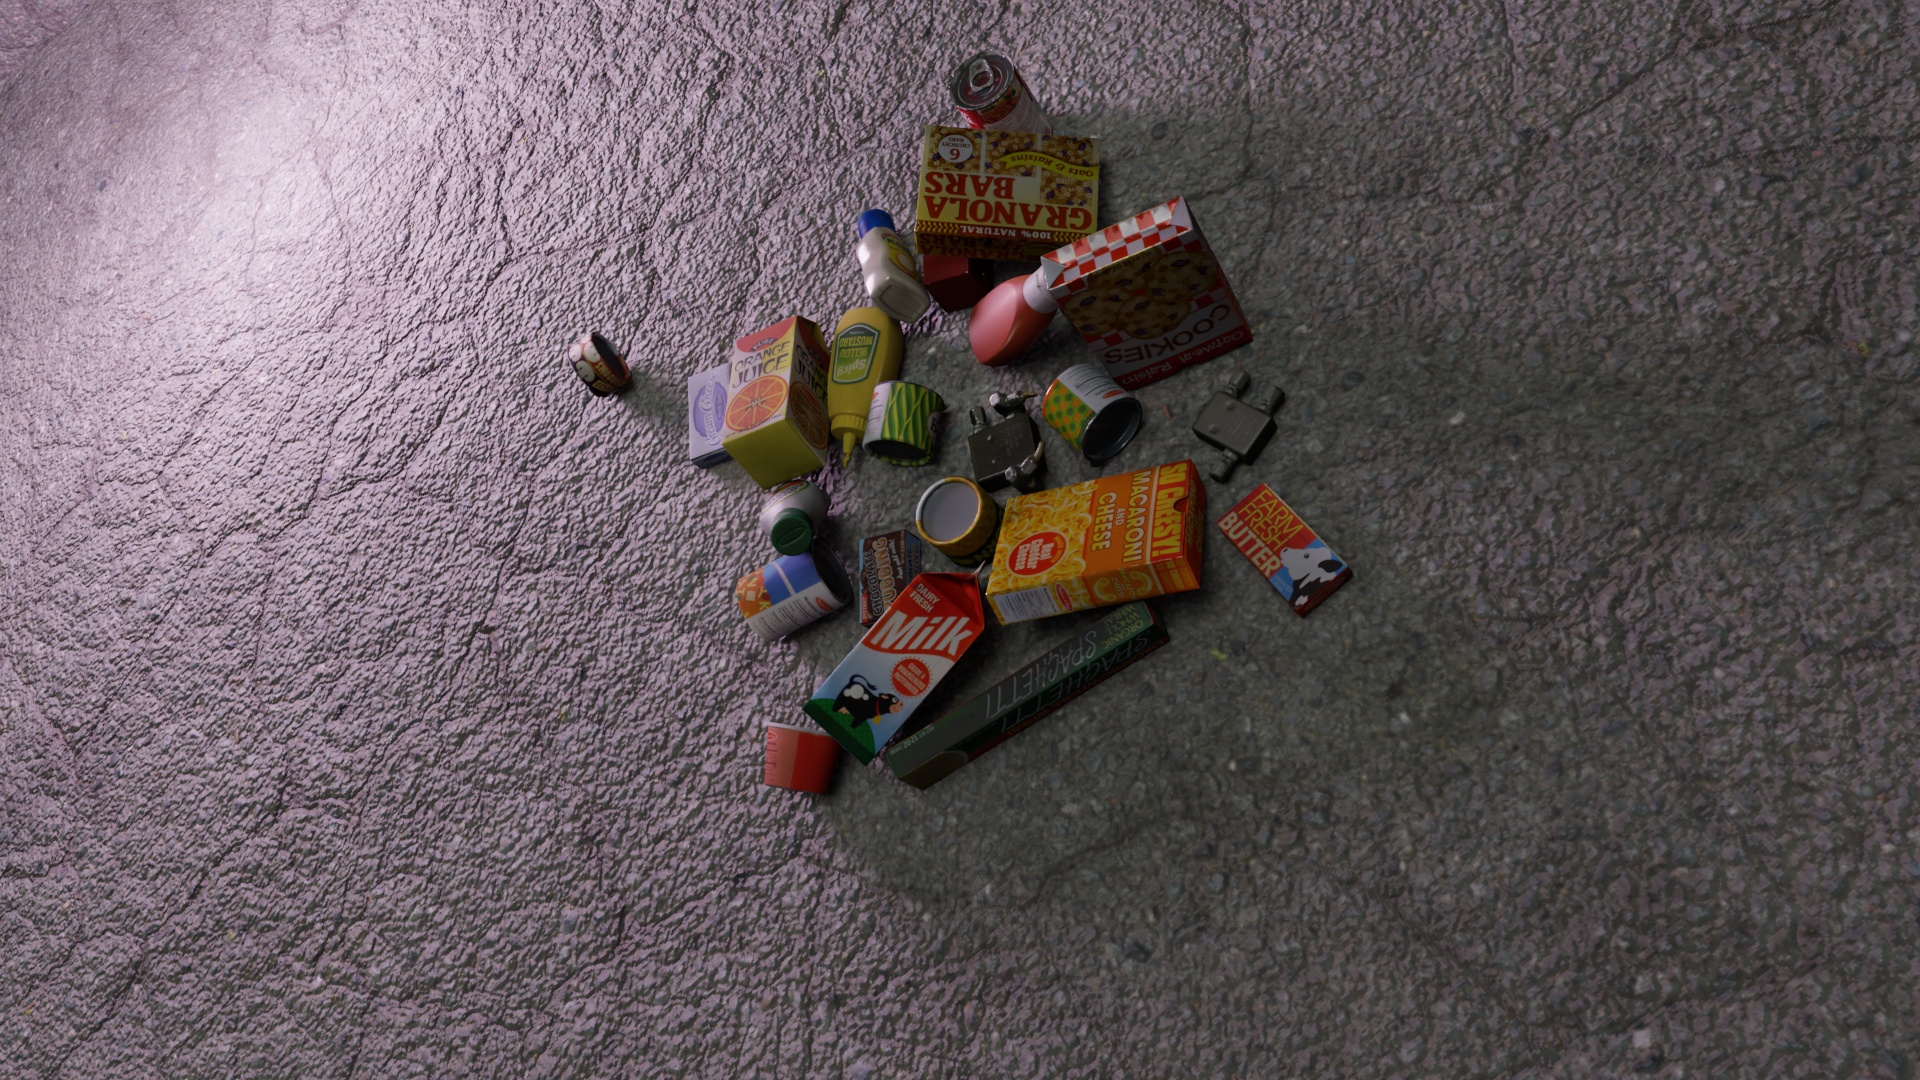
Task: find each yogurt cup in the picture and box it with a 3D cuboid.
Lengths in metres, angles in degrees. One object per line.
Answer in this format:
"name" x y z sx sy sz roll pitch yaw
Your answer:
"yogurt cup" -0.136 0.187 1.190 0.072 0.072 0.054 4 79 29

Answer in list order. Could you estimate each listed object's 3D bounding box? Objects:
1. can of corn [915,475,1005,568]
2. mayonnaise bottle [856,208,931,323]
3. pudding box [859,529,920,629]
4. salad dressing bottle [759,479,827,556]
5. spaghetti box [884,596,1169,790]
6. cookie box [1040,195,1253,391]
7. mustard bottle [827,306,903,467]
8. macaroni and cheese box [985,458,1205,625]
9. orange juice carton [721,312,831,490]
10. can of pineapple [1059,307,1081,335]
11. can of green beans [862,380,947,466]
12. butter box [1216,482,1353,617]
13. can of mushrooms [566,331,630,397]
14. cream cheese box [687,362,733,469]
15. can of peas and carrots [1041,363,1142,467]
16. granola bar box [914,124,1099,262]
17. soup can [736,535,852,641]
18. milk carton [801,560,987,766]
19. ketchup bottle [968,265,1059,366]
"can of corn" 0.004 -0.015 1.211 0.071 0.058 0.071 -11 64 23
"mayonnaise bottle" -0.071 -0.273 1.358 0.041 0.064 0.149 -45 39 24
"pudding box" -0.063 0.036 1.240 0.049 0.030 0.084 -13 63 23
"salad dressing bottle" -0.151 -0.019 1.250 0.064 0.044 0.148 -31 14 1
"spaghetti box" 0.054 0.126 1.126 0.250 0.050 0.029 -33 59 11
"cookie box" 0.157 -0.198 1.148 0.123 0.167 0.040 -21 57 18
"mustard bottle" -0.096 -0.145 1.327 0.065 0.048 0.161 -2 67 25
"macaroni and cheese box" 0.111 0.001 1.130 0.166 0.040 0.124 -13 37 22
"orange juice carton" -0.172 -0.147 1.338 0.071 0.072 0.194 -20 44 19
"can of pineapple" 0.122 -0.221 1.243 0.071 0.057 0.071 -11 64 23
"can of green beans" -0.053 -0.107 1.277 0.071 0.071 0.058 0 69 28
"butter box" 0.254 0.007 1.092 0.053 0.024 0.104 -41 56 5
"can of mushrooms" -0.386 -0.187 1.486 0.033 0.071 0.071 -33 57 10
"cream cheese box" -0.249 -0.128 1.413 0.053 0.024 0.104 -18 61 20
"can of peas and carrots" 0.112 -0.108 1.194 0.071 0.071 0.059 -46 55 2
"granola bar box" 0.044 -0.322 1.298 0.166 0.039 0.124 4 66 -1
"soup can" -0.151 0.043 1.261 0.083 0.071 0.071 -27 58 15
"milk carton" -0.040 0.090 1.163 0.073 0.072 0.190 41 89 3
"ketchup bottle" 0.055 -0.205 1.227 0.148 0.043 0.065 152 114 -64
